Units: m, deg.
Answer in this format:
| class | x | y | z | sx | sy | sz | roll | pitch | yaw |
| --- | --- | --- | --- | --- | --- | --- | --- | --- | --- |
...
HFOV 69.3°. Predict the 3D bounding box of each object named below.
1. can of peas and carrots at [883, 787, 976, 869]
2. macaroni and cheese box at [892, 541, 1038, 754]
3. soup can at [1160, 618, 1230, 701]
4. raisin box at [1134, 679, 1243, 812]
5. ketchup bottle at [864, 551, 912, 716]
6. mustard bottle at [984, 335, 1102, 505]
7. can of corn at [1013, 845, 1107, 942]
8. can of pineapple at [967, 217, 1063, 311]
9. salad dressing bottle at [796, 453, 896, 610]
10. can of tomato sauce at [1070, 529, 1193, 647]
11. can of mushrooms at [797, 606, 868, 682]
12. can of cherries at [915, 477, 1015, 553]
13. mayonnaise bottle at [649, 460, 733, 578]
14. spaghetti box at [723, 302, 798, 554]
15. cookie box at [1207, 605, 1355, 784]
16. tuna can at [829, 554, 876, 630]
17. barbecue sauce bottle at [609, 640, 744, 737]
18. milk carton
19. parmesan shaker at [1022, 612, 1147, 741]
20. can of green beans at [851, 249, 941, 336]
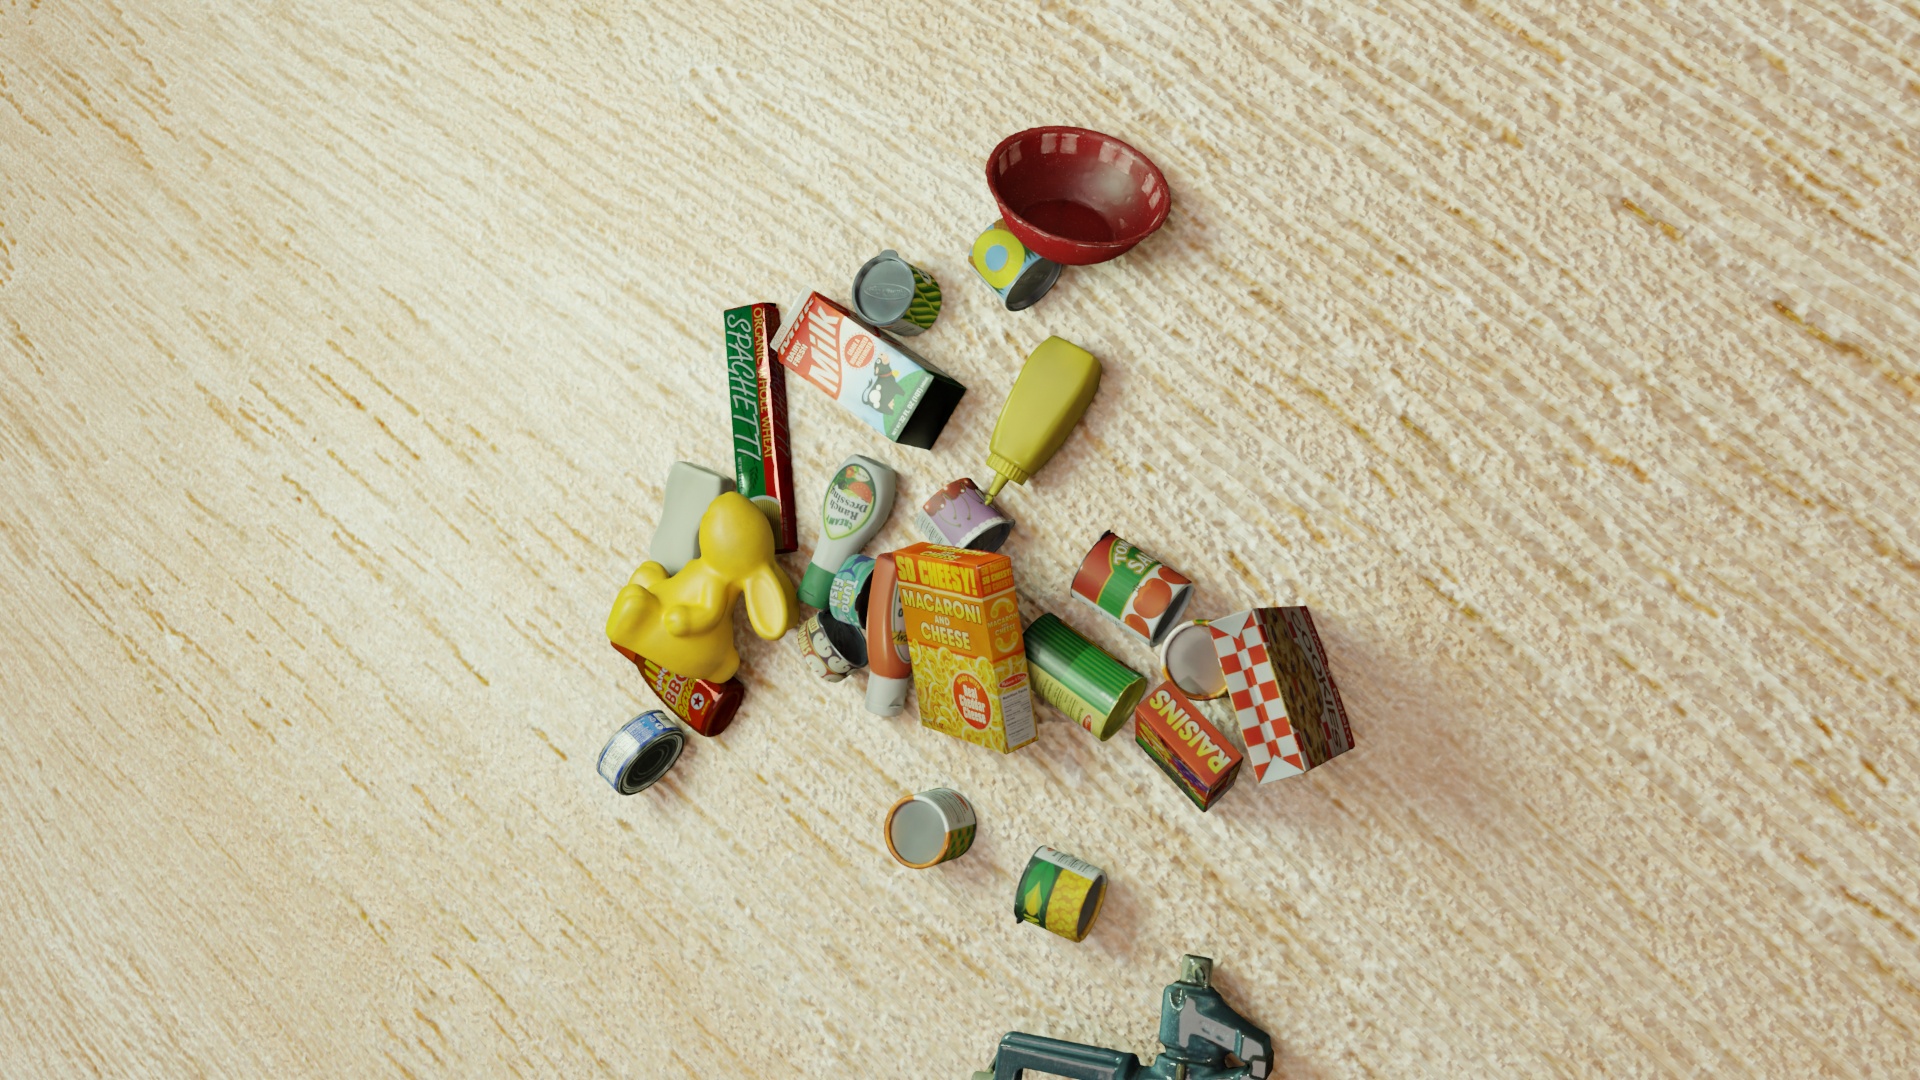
| class | x | y | z | sx | sy | sz | roll | pitch | yaw |
| --- | --- | --- | --- | --- | --- | --- | --- | --- | --- |
| can of peas and carrots | -0.029 | 0.260 | 1.246 | 0.071 | 0.059 | 0.071 | -2 | 86 | 25 |
| macaroni and cheese box | 0.003 | 0.089 | 1.200 | 0.123 | 0.040 | 0.166 | 8 | 111 | 52 |
| soup can | 0.208 | 0.099 | 1.135 | 0.071 | 0.084 | 0.071 | -2 | 86 | 24 |
| raisin box | 0.181 | 0.167 | 1.119 | 0.040 | 0.123 | 0.086 | -40 | 70 | -8 |
| ketchup bottle | -0.059 | 0.086 | 1.273 | 0.043 | 0.065 | 0.148 | 21 | 105 | 45 |
| mustard bottle | 0.063 | -0.100 | 1.226 | 0.065 | 0.049 | 0.160 | 32 | 92 | 24 |
| can of corn | 0.085 | 0.305 | 1.187 | 0.058 | 0.071 | 0.071 | 17 | 94 | 24 |
| can of pineapple | 0.050 | -0.249 | 1.241 | 0.071 | 0.071 | 0.058 | -46 | 70 | 15 |
| salad dressing bottle | -0.110 | -0.007 | 1.310 | 0.064 | 0.044 | 0.147 | 27 | 98 | 23 |
| can of tomato sauce | 0.146 | 0.040 | 1.177 | 0.083 | 0.071 | 0.071 | 33 | 100 | 22 |
| can of mushrooms | -0.120 | 0.096 | 1.293 | 0.033 | 0.071 | 0.071 | -34 | 74 | 21 |
| can of cherries | 0.004 | -0.016 | 1.248 | 0.071 | 0.071 | 0.058 | -46 | 69 | 15 |
| mayonnaise bottle | -0.278 | -0.002 | 1.388 | 0.065 | 0.041 | 0.148 | 21 | 97 | 21 |
| spaghetti box | -0.197 | -0.110 | 1.365 | 0.050 | 0.029 | 0.250 | -8 | 83 | 23 |
| cookie box | 0.251 | 0.114 | 1.069 | 0.040 | 0.167 | 0.123 | -21 | 78 | 25 |
| tuna can | -0.091 | 0.048 | 1.283 | 0.033 | 0.071 | 0.071 | 15 | 93 | 26 |
| barbecue sauce bottle | -0.285 | 0.130 | 1.380 | 0.149 | 0.044 | 0.064 | 33 | 102 | 23 |
| milk carton | -0.096 | -0.165 | 1.298 | 0.191 | 0.073 | 0.072 | 37 | 102 | 22 |
| parmesan shaker | 0.100 | 0.114 | 1.191 | 0.103 | 0.071 | 0.071 | 35 | 101 | 23 |
| can of green beans | -0.059 | -0.227 | 1.294 | 0.071 | 0.058 | 0.071 | -2 | 86 | 25 |
